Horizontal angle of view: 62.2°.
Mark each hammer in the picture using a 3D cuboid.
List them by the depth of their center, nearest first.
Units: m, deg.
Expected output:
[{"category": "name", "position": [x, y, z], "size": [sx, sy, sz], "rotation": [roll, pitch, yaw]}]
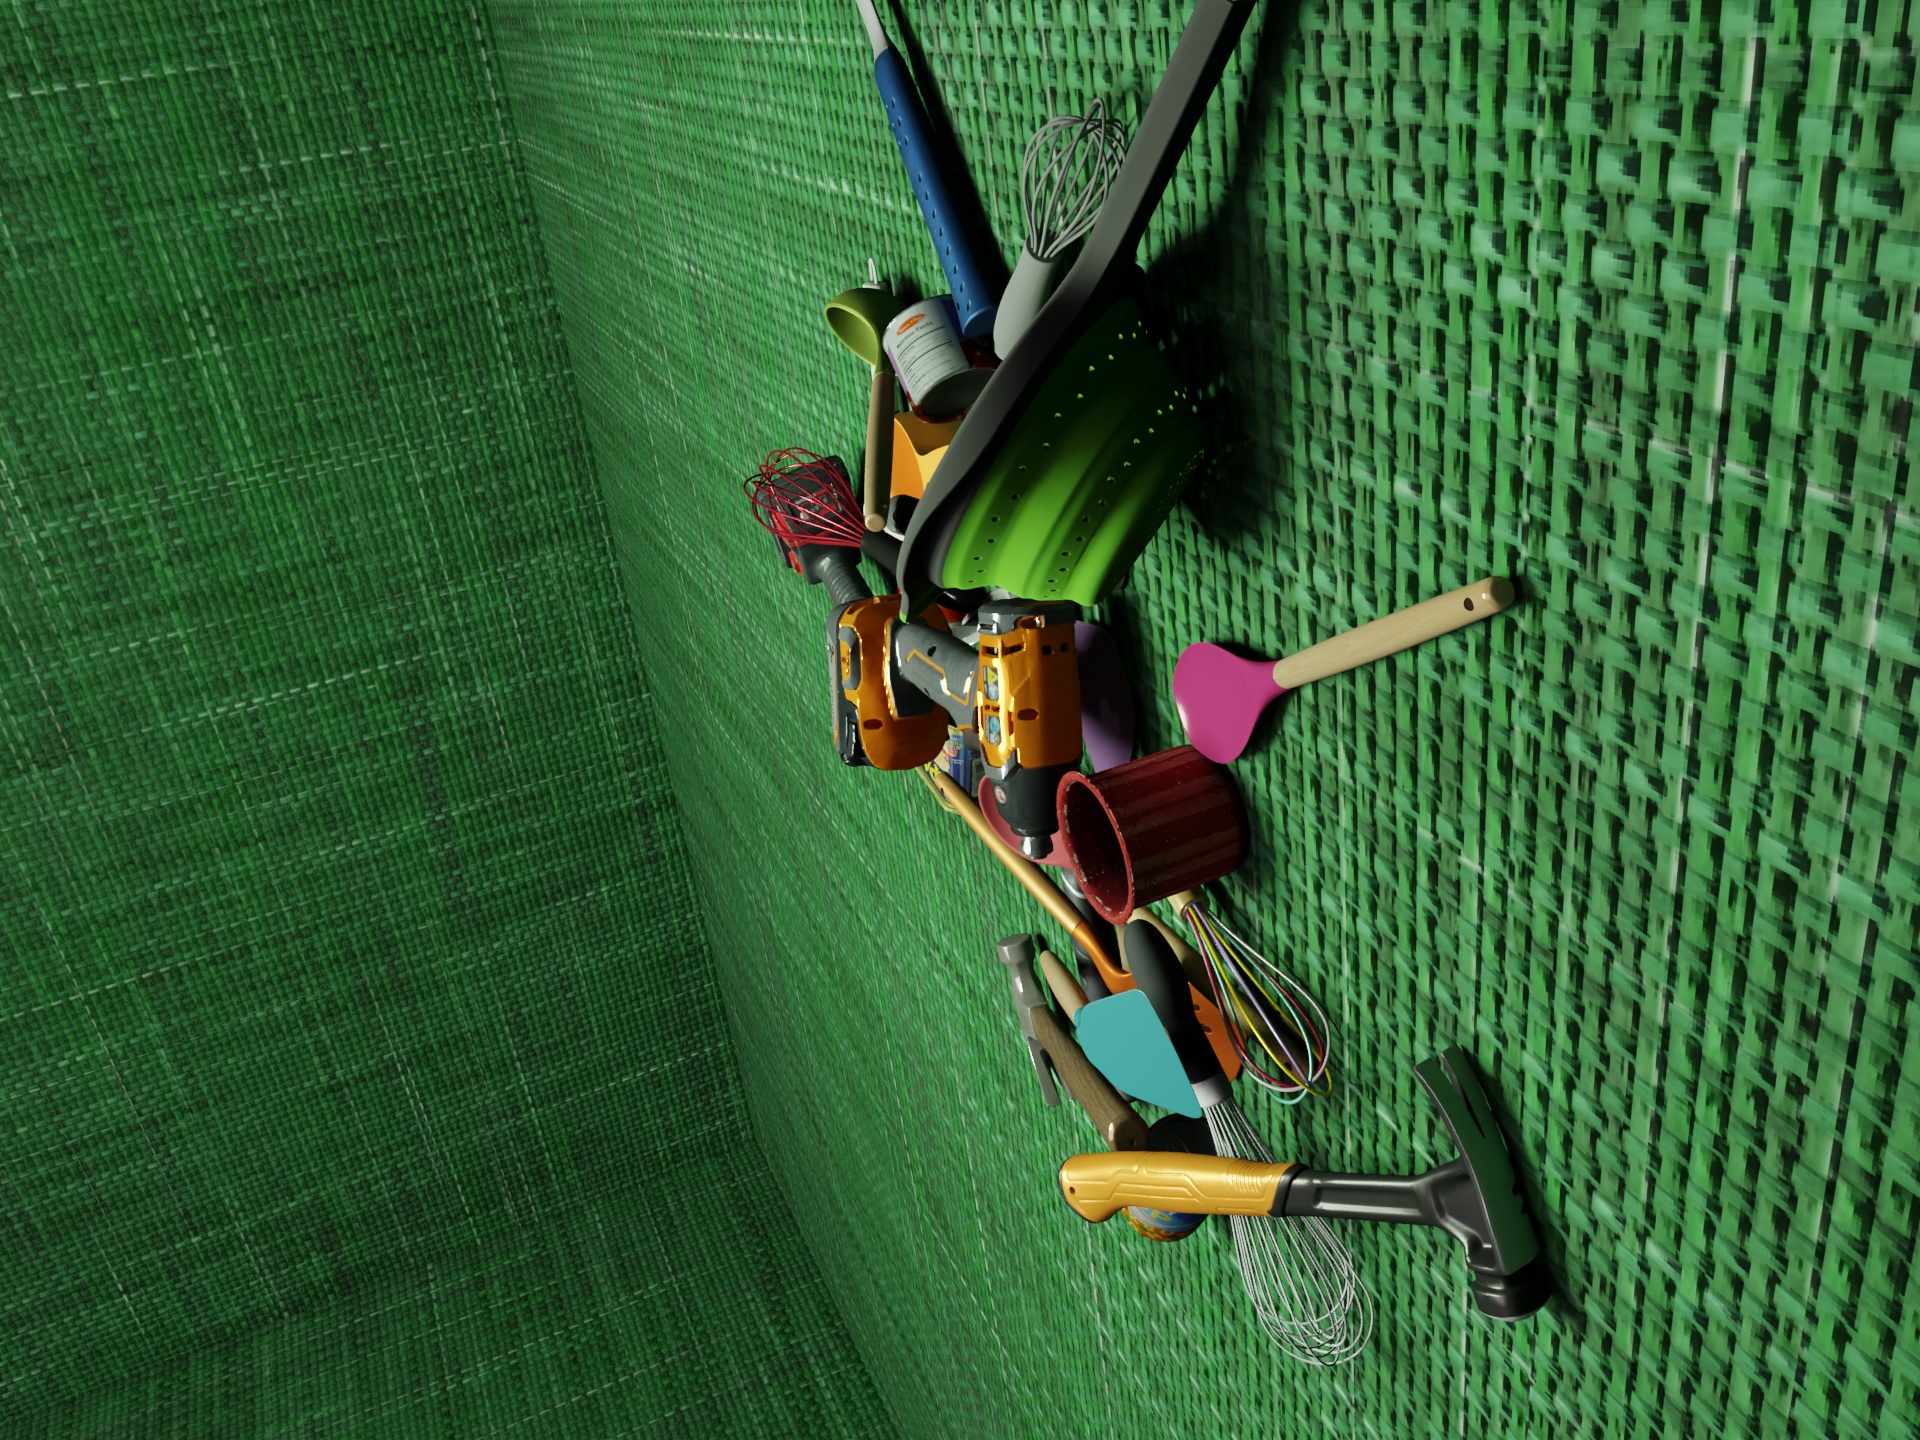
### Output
[{"category": "hammer", "position": [0.162, 0.252, 0.881], "size": [0.337, 0.034, 0.127], "rotation": [-21, 86, 54]}, {"category": "hammer", "position": [-0.052, -0.438, 1.039], "size": [0.144, 0.035, 0.406], "rotation": [136, 115, -70]}, {"category": "hammer", "position": [0.077, 0.097, 1.151], "size": [0.149, 0.036, 0.408], "rotation": [-155, 49, -68]}, {"category": "hammer", "position": [0.083, 0.254, 1.167], "size": [0.331, 0.031, 0.130], "rotation": [-150, 44, -80]}]

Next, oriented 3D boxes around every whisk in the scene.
[{"category": "whisk", "position": [0.048, -0.262, 0.891], "size": [0.239, 0.055, 0.055], "rotation": [119, 131, -72]}, {"category": "whisk", "position": [0.165, 0.249, 0.950], "size": [0.285, 0.070, 0.070], "rotation": [66, 162, 6]}, {"category": "whisk", "position": [0.152, 0.130, 0.950], "size": [0.245, 0.047, 0.051], "rotation": [-120, 32, -44]}, {"category": "whisk", "position": [-0.077, -0.144, 1.214], "size": [0.296, 0.073, 0.073], "rotation": [35, 141, 44]}]

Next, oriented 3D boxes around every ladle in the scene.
[{"category": "ladle", "position": [0.114, 0.125, 1.013], "size": [0.316, 0.031, 0.069], "rotation": [42, 140, 40]}, {"category": "ladle", "position": [-0.061, -0.207, 1.067], "size": [0.078, 0.062, 0.320], "rotation": [40, -153, -27]}]

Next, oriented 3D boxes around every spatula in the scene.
[{"category": "spatula", "position": [0.088, 0.185, 1.042], "size": [0.082, 0.044, 0.317], "rotation": [64, 177, -6]}, {"category": "spatula", "position": [0.108, 0.083, 1.072], "size": [0.060, 0.018, 0.315], "rotation": [23, 129, 51]}, {"category": "spatula", "position": [0.077, 0.126, 1.096], "size": [0.323, 0.041, 0.081], "rotation": [45, 147, 42]}]

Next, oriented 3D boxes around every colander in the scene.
[{"category": "colander", "position": [0.089, -0.178, 0.760], "size": [0.094, 0.204, 0.396], "rotation": [35, 135, 7]}]

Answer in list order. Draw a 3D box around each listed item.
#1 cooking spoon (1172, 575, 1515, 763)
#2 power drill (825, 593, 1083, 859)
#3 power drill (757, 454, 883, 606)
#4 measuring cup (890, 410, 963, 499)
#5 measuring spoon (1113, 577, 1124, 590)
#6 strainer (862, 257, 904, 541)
[{"category": "cooking spoon", "position": [0.172, -0.027, 0.777], "size": [0.319, 0.017, 0.069], "rotation": [151, 103, -73]}, {"category": "power drill", "position": [-0.002, -0.003, 1.053], "size": [0.227, 0.084, 0.164], "rotation": [11, 108, 56]}, {"category": "power drill", "position": [-0.091, -0.113, 1.346], "size": [0.227, 0.080, 0.187], "rotation": [62, 173, 23]}, {"category": "measuring cup", "position": [-0.005, -0.181, 1.112], "size": [0.174, 0.052, 0.095], "rotation": [7, 113, 69]}, {"category": "measuring spoon", "position": [0.070, -0.135, 0.982], "size": [0.034, 0.018, 0.124], "rotation": [117, 134, -66]}, {"category": "strainer", "position": [-0.058, -0.231, 1.249], "size": [0.087, 0.050, 0.258], "rotation": [-111, 14, -65]}]
